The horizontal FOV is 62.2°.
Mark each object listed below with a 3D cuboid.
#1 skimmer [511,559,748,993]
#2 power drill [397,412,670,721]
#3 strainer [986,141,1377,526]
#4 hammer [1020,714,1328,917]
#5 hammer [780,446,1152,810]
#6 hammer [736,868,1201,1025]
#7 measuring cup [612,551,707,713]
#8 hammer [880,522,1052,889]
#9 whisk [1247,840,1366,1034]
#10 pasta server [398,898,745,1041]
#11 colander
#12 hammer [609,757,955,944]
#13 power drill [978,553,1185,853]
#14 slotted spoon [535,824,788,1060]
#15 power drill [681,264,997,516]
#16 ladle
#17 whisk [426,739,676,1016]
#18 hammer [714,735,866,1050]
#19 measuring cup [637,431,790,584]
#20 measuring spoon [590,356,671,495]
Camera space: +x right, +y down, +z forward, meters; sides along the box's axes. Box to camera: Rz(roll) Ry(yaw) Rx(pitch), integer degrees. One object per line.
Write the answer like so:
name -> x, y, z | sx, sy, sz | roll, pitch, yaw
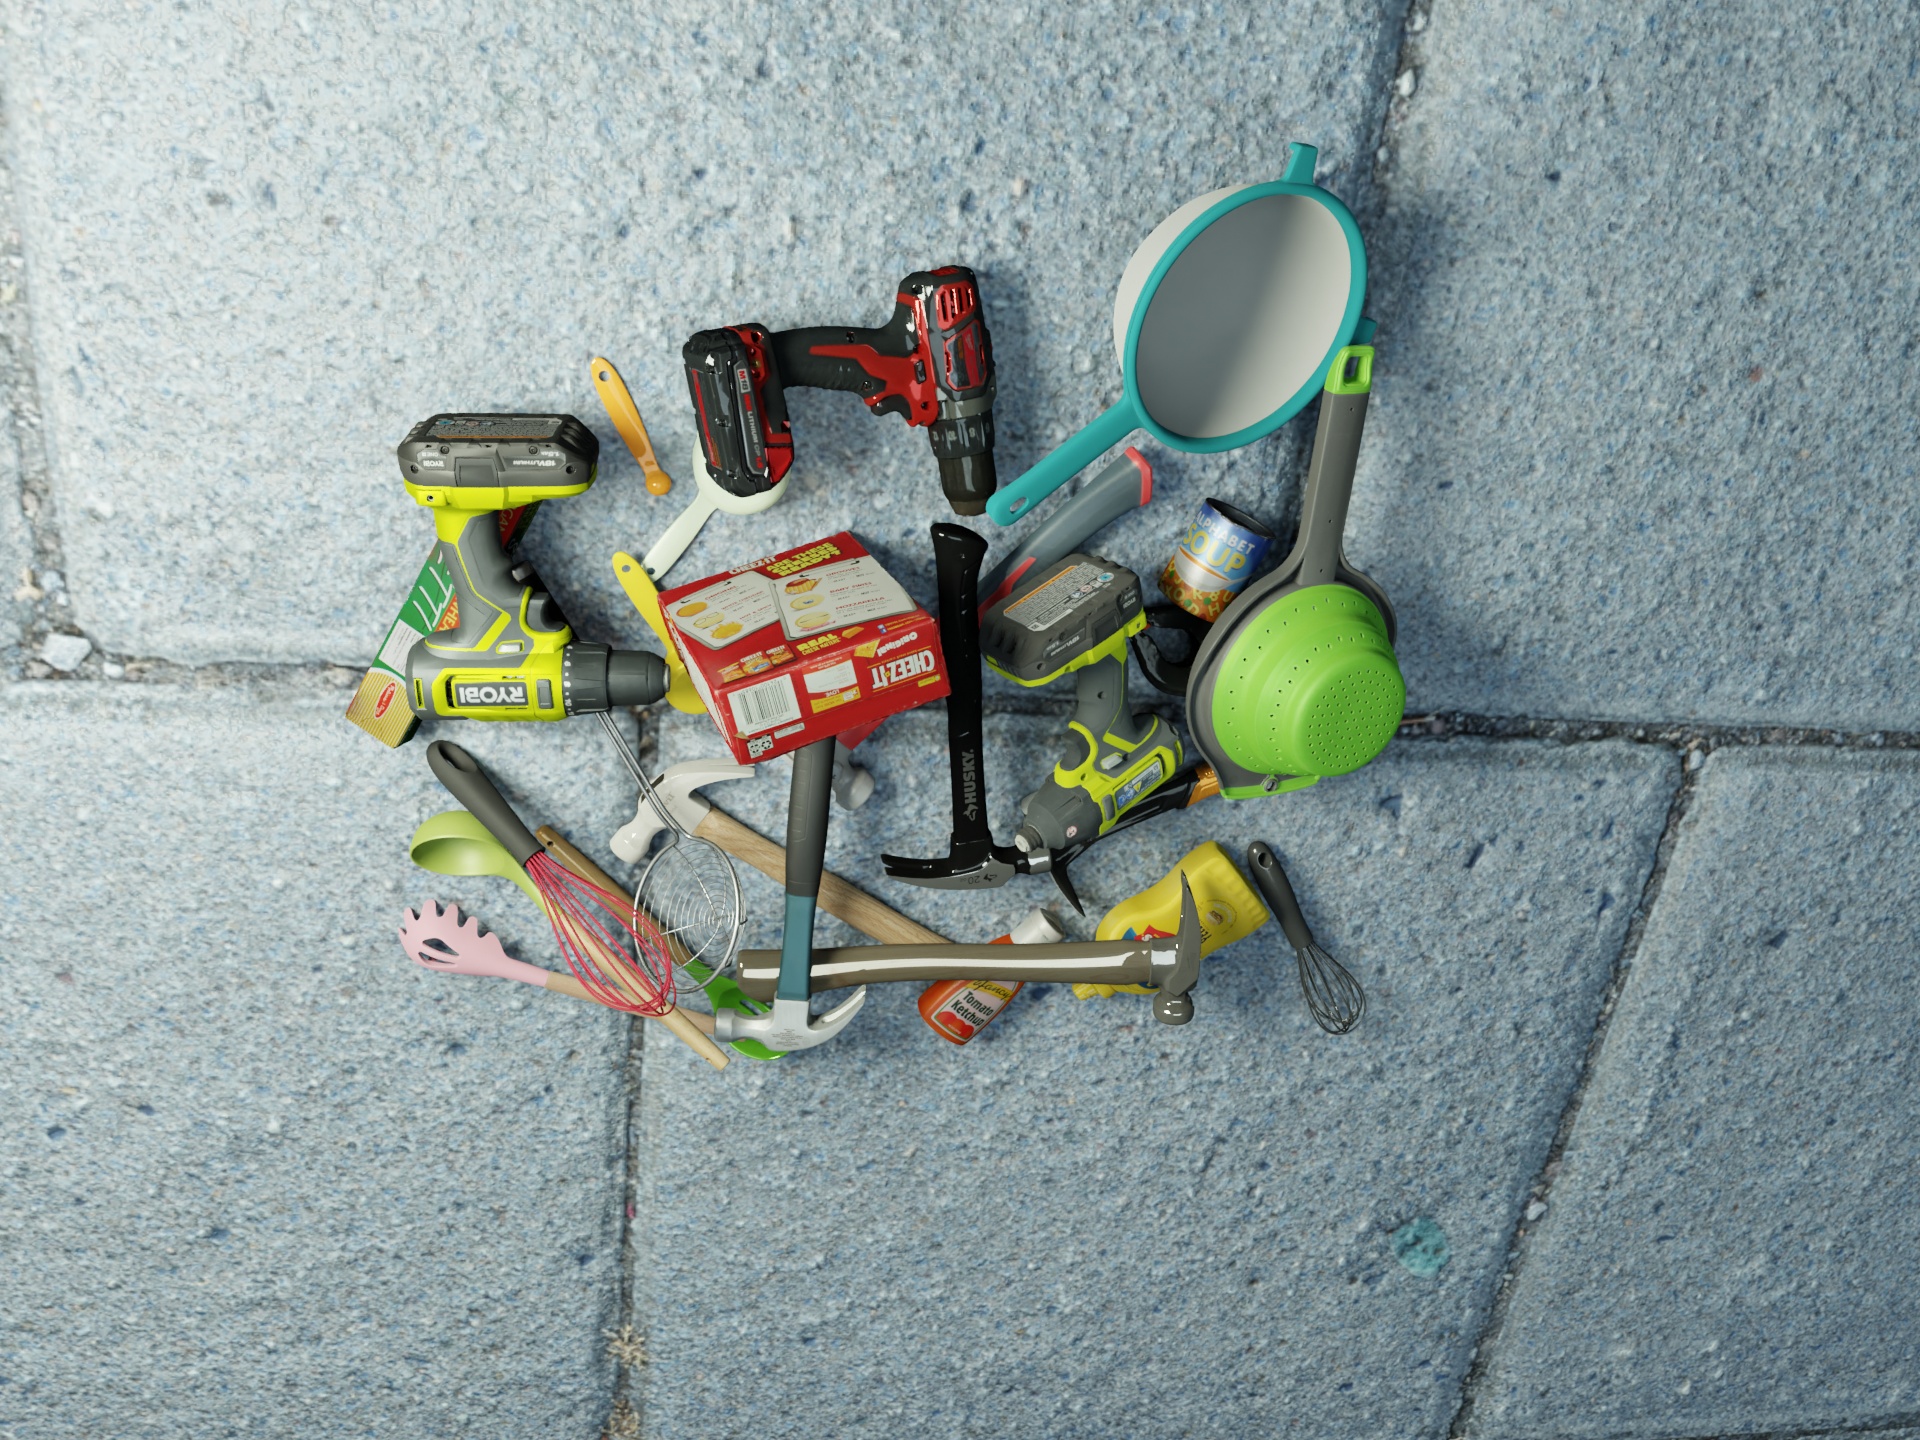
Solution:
skimmer -> -0.280, 0.048, 1.270 | 0.127, 0.090, 0.363 | -13, 112, 36
power drill -> -0.314, -0.104, 1.168 | 0.190, 0.080, 0.228 | 0, 117, -4
strainer -> 0.142, -0.274, 1.193 | 0.340, 0.095, 0.210 | -38, 138, 2
hammer -> 0.228, 0.059, 1.428 | 0.337, 0.034, 0.127 | -24, 117, 2
hammer -> -0.004, -0.094, 1.306 | 0.386, 0.038, 0.143 | -42, 114, 11
hammer -> 0.008, 0.207, 1.412 | 0.410, 0.038, 0.146 | -1, 115, -2
measuring cup -> -0.235, -0.068, 1.273 | 0.062, 0.029, 0.156 | -26, 124, 3
hammer -> -0.002, -0.004, 1.308 | 0.146, 0.035, 0.334 | -9, 119, -9
whisk -> 0.328, 0.208, 1.516 | 0.055, 0.055, 0.238 | -29, 113, 4
pasta server -> -0.336, 0.230, 1.398 | 0.316, 0.040, 0.060 | 20, 111, -17
colander -> 0.301, -0.093, 1.270 | 0.204, 0.095, 0.396 | -8, 120, -23
hammer -> -0.133, 0.139, 1.402 | 0.331, 0.031, 0.130 | 33, 107, -24
power drill -> 0.096, -0.006, 1.294 | 0.171, 0.080, 0.223 | -35, 130, -24
slotted spoon -> -0.259, 0.196, 1.411 | 0.070, 0.031, 0.313 | -38, 115, 9
power drill -> -0.076, -0.226, 1.182 | 0.226, 0.080, 0.187 | -17, 113, -18
ladle -> -0.321, 0.189, 1.318 | 0.320, 0.062, 0.078 | 42, 140, -2
whisk -> -0.329, 0.124, 1.273 | 0.296, 0.073, 0.073 | 46, 103, 9
hammer -> -0.134, 0.132, 1.342 | 0.128, 0.033, 0.331 | 6, 110, -3
measuring cup -> -0.197, -0.163, 1.234 | 0.083, 0.038, 0.167 | 36, 104, -24
measuring spoon -> -0.251, -0.222, 1.210 | 0.021, 0.011, 0.116 | -23, 118, 1
